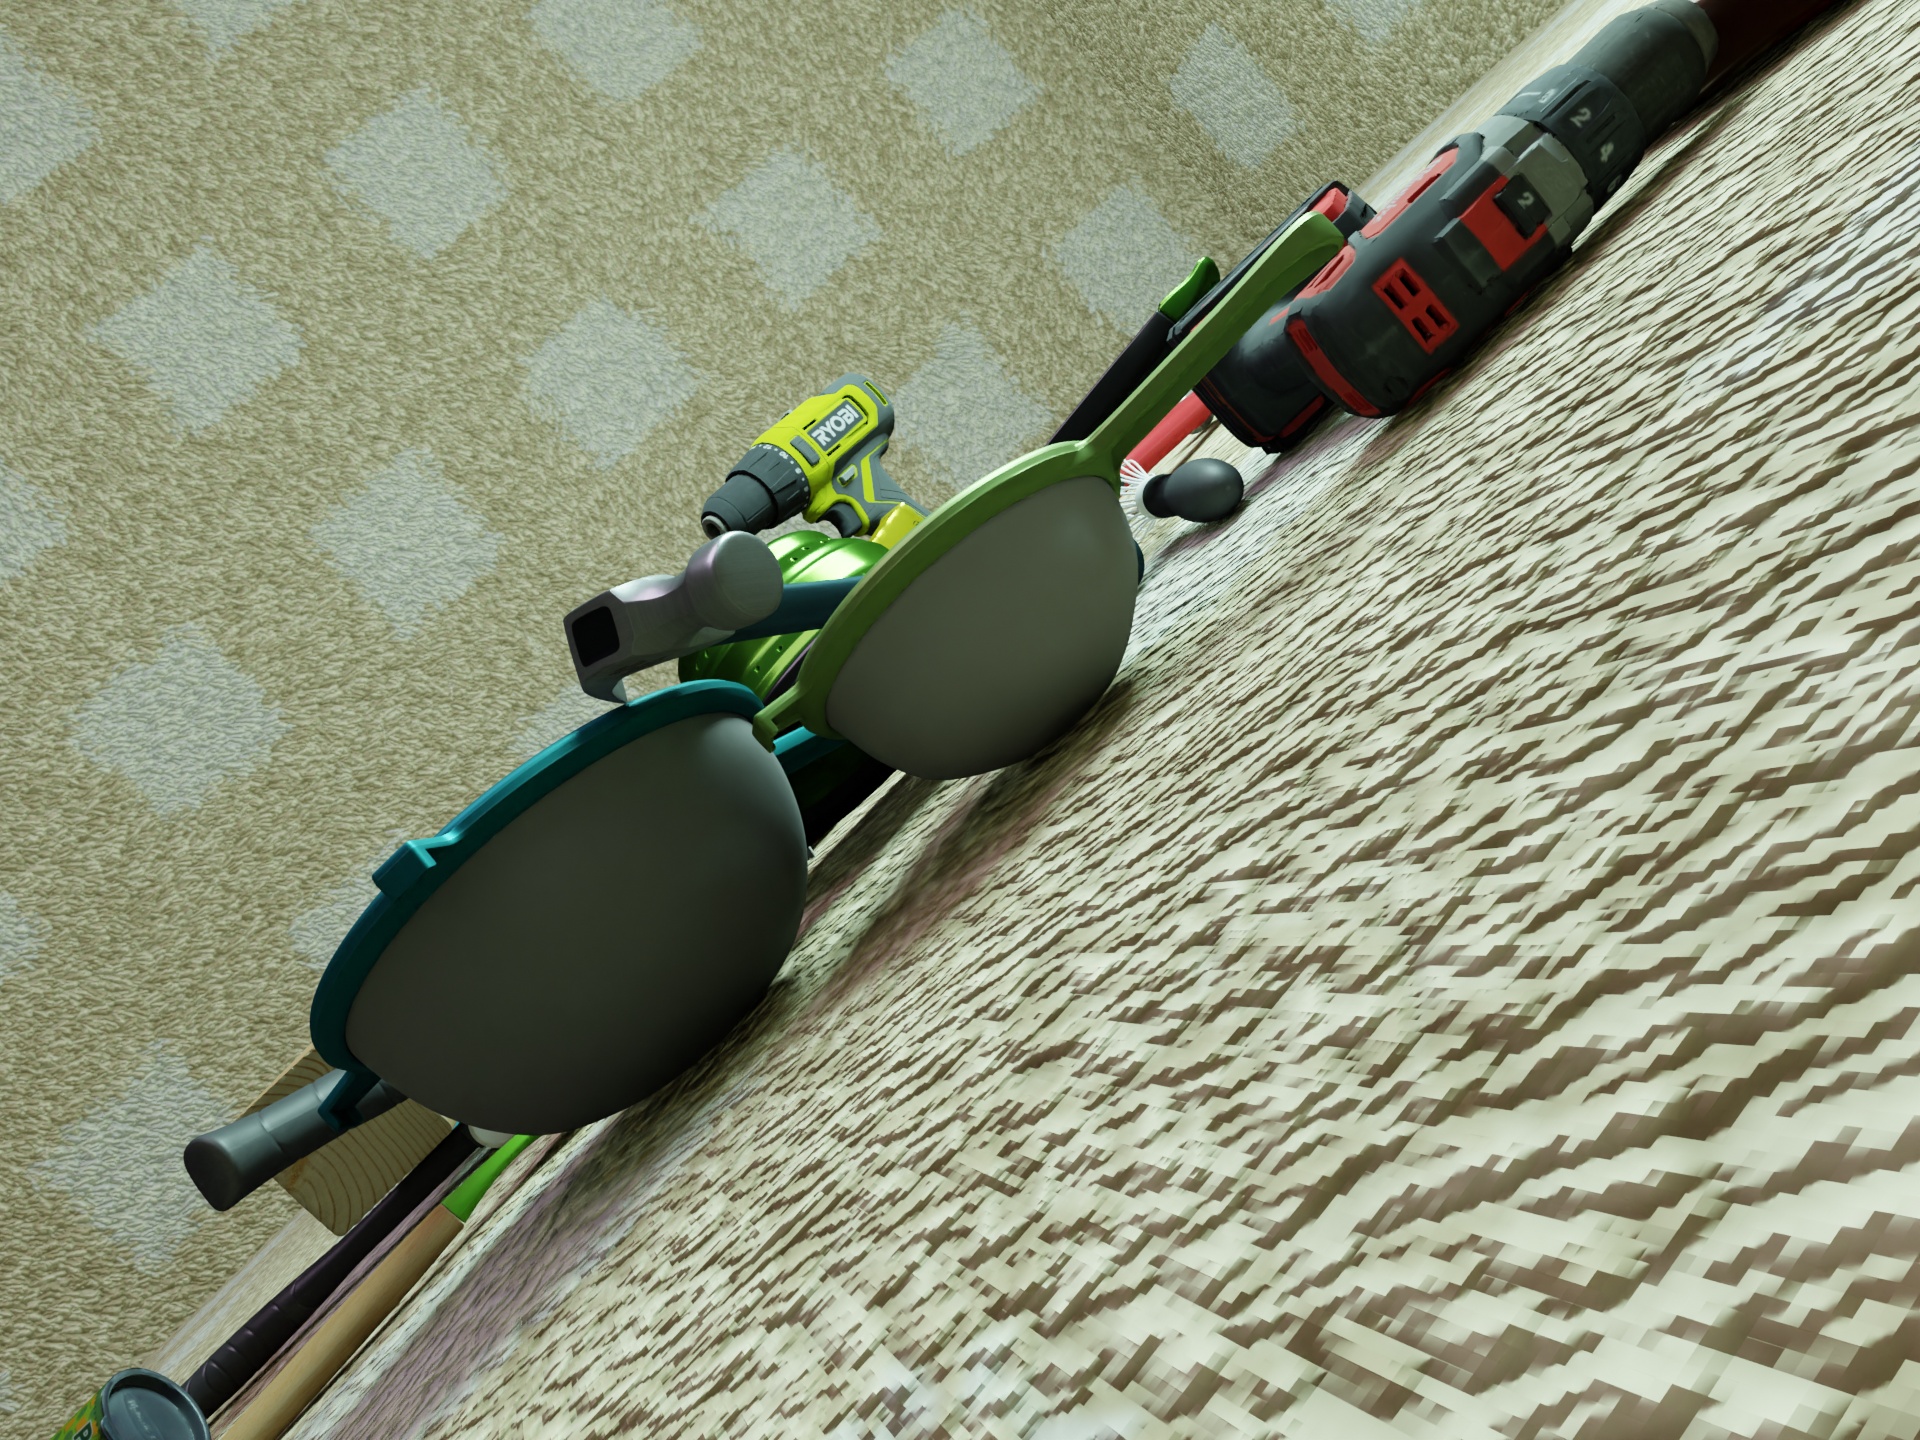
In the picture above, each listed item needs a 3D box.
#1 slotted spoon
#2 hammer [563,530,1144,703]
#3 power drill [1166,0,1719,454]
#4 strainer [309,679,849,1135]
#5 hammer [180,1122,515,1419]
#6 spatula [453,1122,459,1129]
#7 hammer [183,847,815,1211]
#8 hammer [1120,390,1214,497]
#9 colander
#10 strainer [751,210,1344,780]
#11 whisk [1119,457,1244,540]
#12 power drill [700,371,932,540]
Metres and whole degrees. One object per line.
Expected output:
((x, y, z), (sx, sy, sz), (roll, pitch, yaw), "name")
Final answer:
((-0.254, 0.250, 0.736), (0.314, 0.031, 0.070), (-48, 7, -25), "slotted spoon")
((-0.021, -0.052, 0.657), (0.128, 0.033, 0.331), (-18, -3, 39), "hammer")
((0.189, -0.196, 0.658), (0.188, 0.080, 0.227), (-44, 8, -2), "power drill")
((-0.090, 0.065, 0.655), (0.340, 0.095, 0.211), (-31, -19, -42), "strainer")
((-0.388, 0.338, 0.987), (0.335, 0.035, 0.146), (-44, 6, -5), "hammer")
((-0.289, 0.222, 1.093), (0.317, 0.044, 0.082), (-41, 2, 18), "spatula")
((-0.208, 0.136, 0.785), (0.149, 0.036, 0.409), (-38, -5, 24), "hammer")
((0.102, -0.159, 1.073), (0.386, 0.038, 0.143), (-44, 6, -35), "hammer")
((-0.025, -0.092, 0.811), (0.397, 0.094, 0.204), (-50, -15, 7), "colander")
((0.052, -0.060, 0.559), (0.256, 0.069, 0.151), (-45, -15, 23), "strainer")
((0.096, -0.117, 0.844), (0.070, 0.070, 0.285), (-44, 10, -2), "whisk")
((-0.069, -0.133, 1.196), (0.191, 0.228, 0.080), (-48, 7, -37), "power drill")
